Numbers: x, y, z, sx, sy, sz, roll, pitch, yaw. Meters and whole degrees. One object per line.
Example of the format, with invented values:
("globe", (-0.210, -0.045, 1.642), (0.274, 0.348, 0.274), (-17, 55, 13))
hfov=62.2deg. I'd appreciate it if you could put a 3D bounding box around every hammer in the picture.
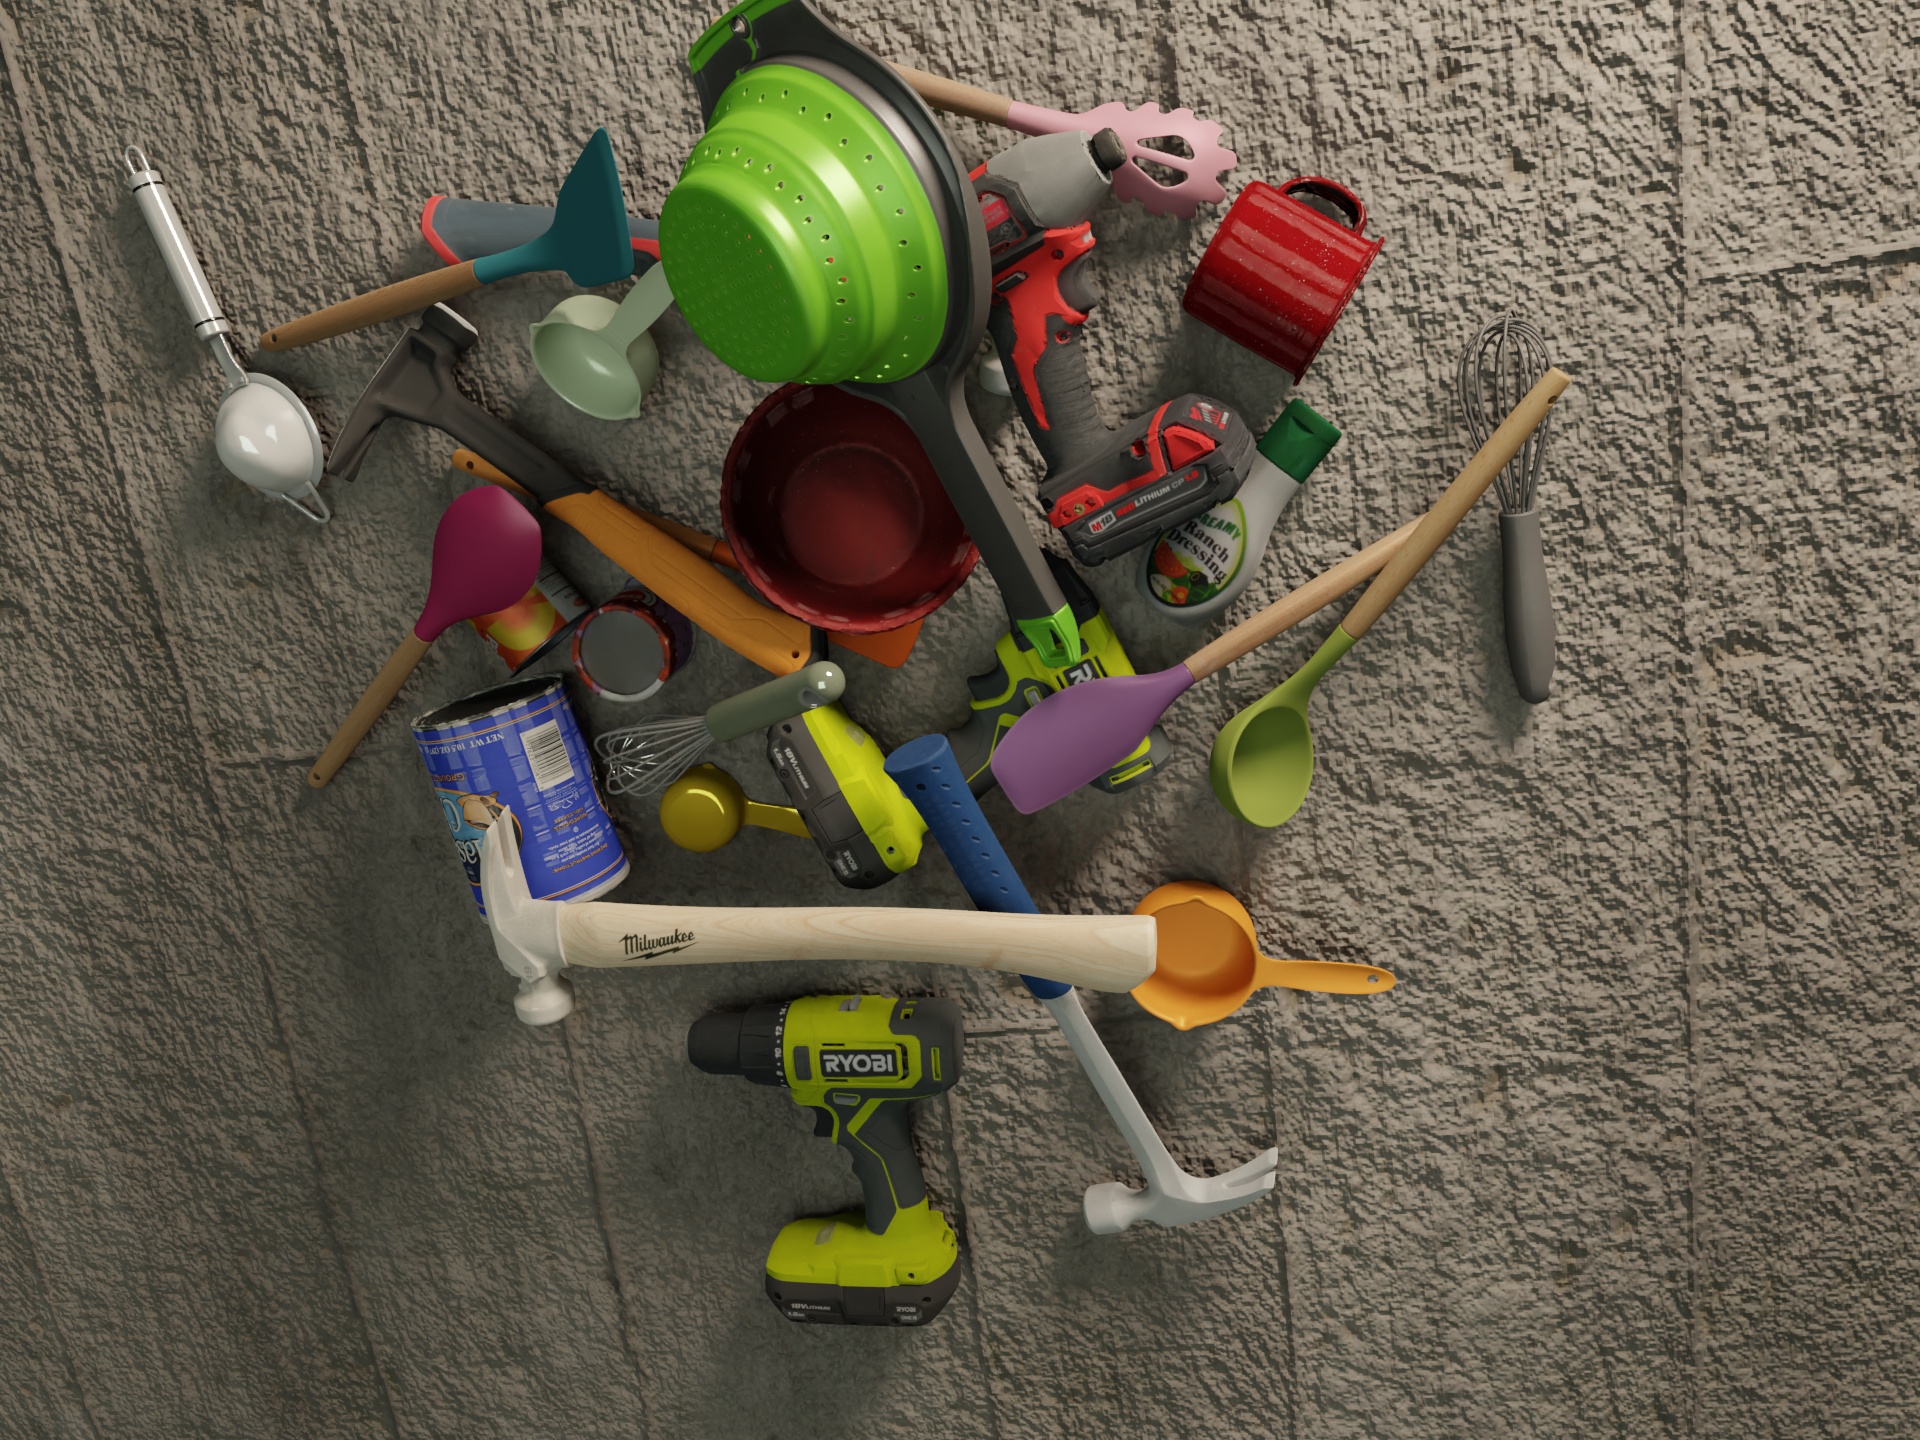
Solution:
("hammer", (-0.088, 0.122, 0.962), (0.410, 0.038, 0.146), (0, 118, 9))
("hammer", (-0.228, -0.118, 0.983), (0.337, 0.034, 0.127), (34, 89, 6))
("hammer", (-0.136, -0.290, 0.946), (0.386, 0.038, 0.143), (10, 121, 8))
("hammer", (0.070, 0.178, 1.013), (0.144, 0.035, 0.405), (-17, 117, 26))

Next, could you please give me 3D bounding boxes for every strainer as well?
("strainer", (-0.482, -0.244, 1.026), (0.087, 0.050, 0.258), (-16, 100, 30))

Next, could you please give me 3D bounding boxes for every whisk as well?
("whisk", (0.328, -0.120, 0.932), (0.055, 0.055, 0.238), (-9, 109, 11))
("whisk", (-0.153, 0.003, 0.991), (0.246, 0.059, 0.057), (-18, 131, 44))

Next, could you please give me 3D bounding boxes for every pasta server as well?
("pasta server", (0.004, -0.358, 0.922), (0.316, 0.040, 0.060), (19, 109, 7))

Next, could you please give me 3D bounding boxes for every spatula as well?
("spatula", (-0.177, -0.118, 1.026), (0.322, 0.041, 0.081), (20, 109, 7))
("spatula", (-0.315, -0.266, 0.956), (0.317, 0.044, 0.082), (-9, 94, 26))
("spatula", (0.158, -0.044, 0.956), (0.316, 0.018, 0.059), (-31, 104, 1))

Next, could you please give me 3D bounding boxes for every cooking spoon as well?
("cooking spoon", (-0.358, -0.042, 1.031), (0.068, 0.017, 0.319), (44, 126, -6))

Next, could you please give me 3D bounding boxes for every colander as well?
("colander", (-0.052, -0.177, 0.857), (0.204, 0.094, 0.396), (-3, 122, 52))

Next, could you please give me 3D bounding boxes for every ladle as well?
("ladle", (0.251, -0.064, 0.930), (0.078, 0.062, 0.320), (11, 126, -38))

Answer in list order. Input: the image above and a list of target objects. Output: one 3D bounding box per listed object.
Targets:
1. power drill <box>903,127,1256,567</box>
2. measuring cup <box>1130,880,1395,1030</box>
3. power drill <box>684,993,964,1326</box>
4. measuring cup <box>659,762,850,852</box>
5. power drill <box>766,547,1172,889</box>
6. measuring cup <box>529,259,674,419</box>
("power drill", (0.068, -0.209, 0.879), (0.143, 0.079, 0.219), (-26, 108, 27))
("measuring cup", (0.192, 0.152, 1.035), (0.173, 0.052, 0.095), (5, 108, 6))
("power drill", (-0.089, 0.300, 1.113), (0.190, 0.080, 0.228), (-2, 104, 9))
("measuring cup", (-0.127, 0.070, 1.070), (0.156, 0.029, 0.062), (10, 108, 5))
("power drill", (-0.002, -0.003, 1.003), (0.223, 0.080, 0.171), (-27, 102, 9))
("measuring cup", (-0.195, -0.238, 0.942), (0.083, 0.038, 0.167), (39, 144, -19))
